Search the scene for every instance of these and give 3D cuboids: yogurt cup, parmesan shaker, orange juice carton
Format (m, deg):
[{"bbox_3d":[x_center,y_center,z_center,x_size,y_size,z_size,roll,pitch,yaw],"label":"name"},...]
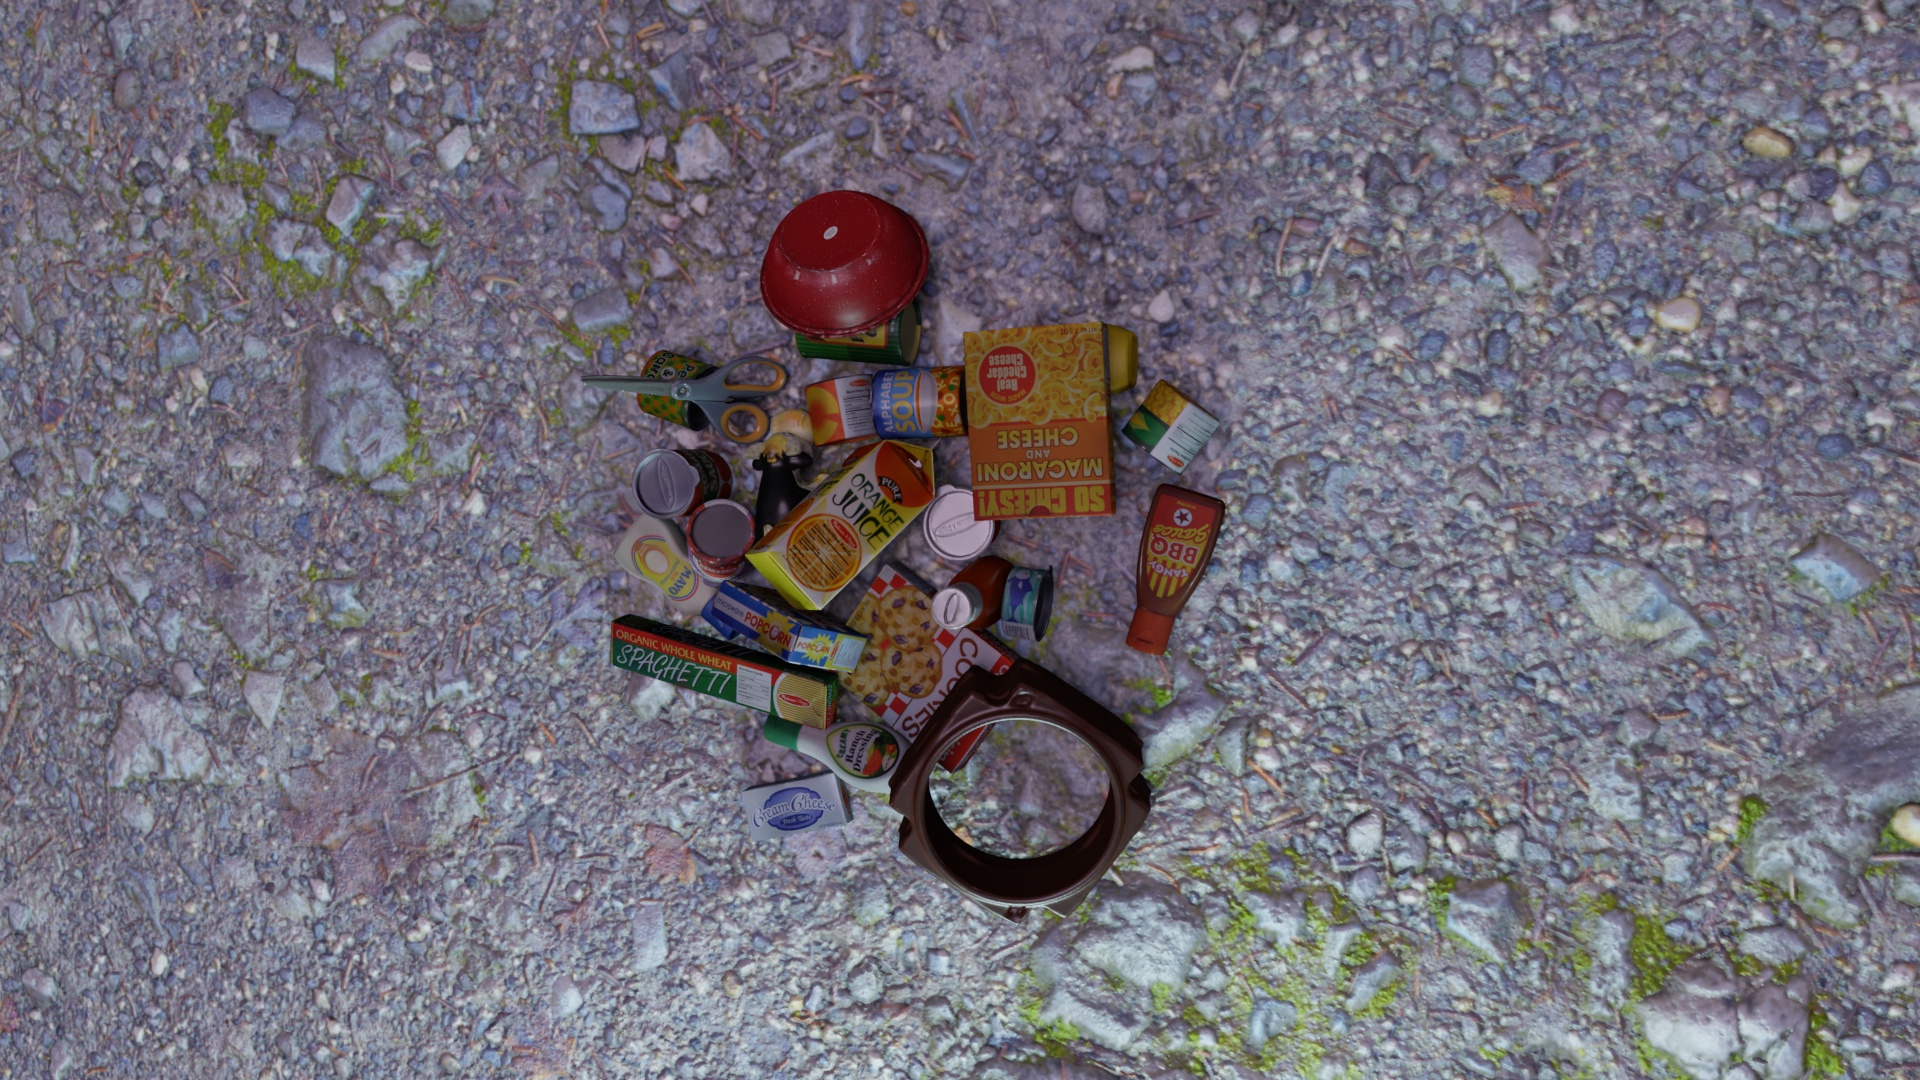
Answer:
[{"bbox_3d":[0.005,-0.016,1.280,0.072,0.054,0.072,1,94,16],"label":"yogurt cup"},{"bbox_3d":[-0.094,-0.201,1.291,0.103,0.071,0.071,6,95,15],"label":"parmesan shaker"},{"bbox_3d":[-0.094,-0.027,1.253,0.193,0.071,0.073,-45,104,-19],"label":"orange juice carton"}]

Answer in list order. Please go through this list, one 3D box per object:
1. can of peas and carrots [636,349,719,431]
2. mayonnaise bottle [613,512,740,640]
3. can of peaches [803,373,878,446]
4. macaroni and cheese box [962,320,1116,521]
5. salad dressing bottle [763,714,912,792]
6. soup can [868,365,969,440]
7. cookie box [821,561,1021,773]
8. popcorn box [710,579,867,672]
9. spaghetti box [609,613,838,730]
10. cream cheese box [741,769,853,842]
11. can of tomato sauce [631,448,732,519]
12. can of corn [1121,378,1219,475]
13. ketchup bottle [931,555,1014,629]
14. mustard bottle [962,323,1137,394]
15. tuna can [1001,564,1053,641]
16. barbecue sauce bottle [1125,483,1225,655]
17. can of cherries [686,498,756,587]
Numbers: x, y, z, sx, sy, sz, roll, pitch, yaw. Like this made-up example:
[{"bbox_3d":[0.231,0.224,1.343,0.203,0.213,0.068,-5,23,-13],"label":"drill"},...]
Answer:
[{"bbox_3d":[-0.272,-0.146,1.342,0.059,0.071,0.071,20,99,15],"label":"can of peas and carrots"},{"bbox_3d":[-0.270,0.038,1.368,0.148,0.041,0.064,40,100,11],"label":"mayonnaise bottle"},{"bbox_3d":[-0.110,-0.121,1.302,0.071,0.071,0.058,-11,91,16],"label":"can of peaches"},{"bbox_3d":[0.069,-0.102,1.209,0.124,0.040,0.166,-3,92,14],"label":"macaroni and cheese box"},{"bbox_3d":[-0.116,0.196,1.330,0.148,0.044,0.064,15,68,19],"label":"salad dressing bottle"},{"bbox_3d":[-0.034,-0.127,1.275,0.084,0.071,0.071,-2,93,16],"label":"soup can"},{"bbox_3d":[-0.033,0.119,1.306,0.167,0.040,0.122,37,103,12],"label":"cookie box"},{"bbox_3d":[-0.161,0.079,1.292,0.127,0.085,0.038,24,95,41],"label":"popcorn box"},{"bbox_3d":[-0.233,0.125,1.349,0.250,0.029,0.050,14,111,22],"label":"spaghetti box"},{"bbox_3d":[-0.160,0.259,1.359,0.104,0.024,0.053,-14,88,16],"label":"cream cheese box"},{"bbox_3d":[-0.265,-0.057,1.339,0.071,0.083,0.071,1,94,16],"label":"can of tomato sauce"},{"bbox_3d":[0.183,-0.101,1.219,0.071,0.071,0.058,39,102,10],"label":"can of corn"},{"bbox_3d":[0.012,0.051,1.232,0.043,0.149,0.064,16,98,13],"label":"ketchup bottle"},{"bbox_3d":[0.078,-0.162,1.252,0.160,0.049,0.065,0,92,16],"label":"mustard bottle"},{"bbox_3d":[0.061,0.055,1.262,0.033,0.071,0.071,8,96,16],"label":"tuna can"},{"bbox_3d":[0.185,0.027,1.236,0.065,0.044,0.148,18,99,13],"label":"barbecue sauce bottle"},{"bbox_3d":[-0.228,0.003,1.328,0.071,0.058,0.072,3,67,-8],"label":"can of cherries"}]
